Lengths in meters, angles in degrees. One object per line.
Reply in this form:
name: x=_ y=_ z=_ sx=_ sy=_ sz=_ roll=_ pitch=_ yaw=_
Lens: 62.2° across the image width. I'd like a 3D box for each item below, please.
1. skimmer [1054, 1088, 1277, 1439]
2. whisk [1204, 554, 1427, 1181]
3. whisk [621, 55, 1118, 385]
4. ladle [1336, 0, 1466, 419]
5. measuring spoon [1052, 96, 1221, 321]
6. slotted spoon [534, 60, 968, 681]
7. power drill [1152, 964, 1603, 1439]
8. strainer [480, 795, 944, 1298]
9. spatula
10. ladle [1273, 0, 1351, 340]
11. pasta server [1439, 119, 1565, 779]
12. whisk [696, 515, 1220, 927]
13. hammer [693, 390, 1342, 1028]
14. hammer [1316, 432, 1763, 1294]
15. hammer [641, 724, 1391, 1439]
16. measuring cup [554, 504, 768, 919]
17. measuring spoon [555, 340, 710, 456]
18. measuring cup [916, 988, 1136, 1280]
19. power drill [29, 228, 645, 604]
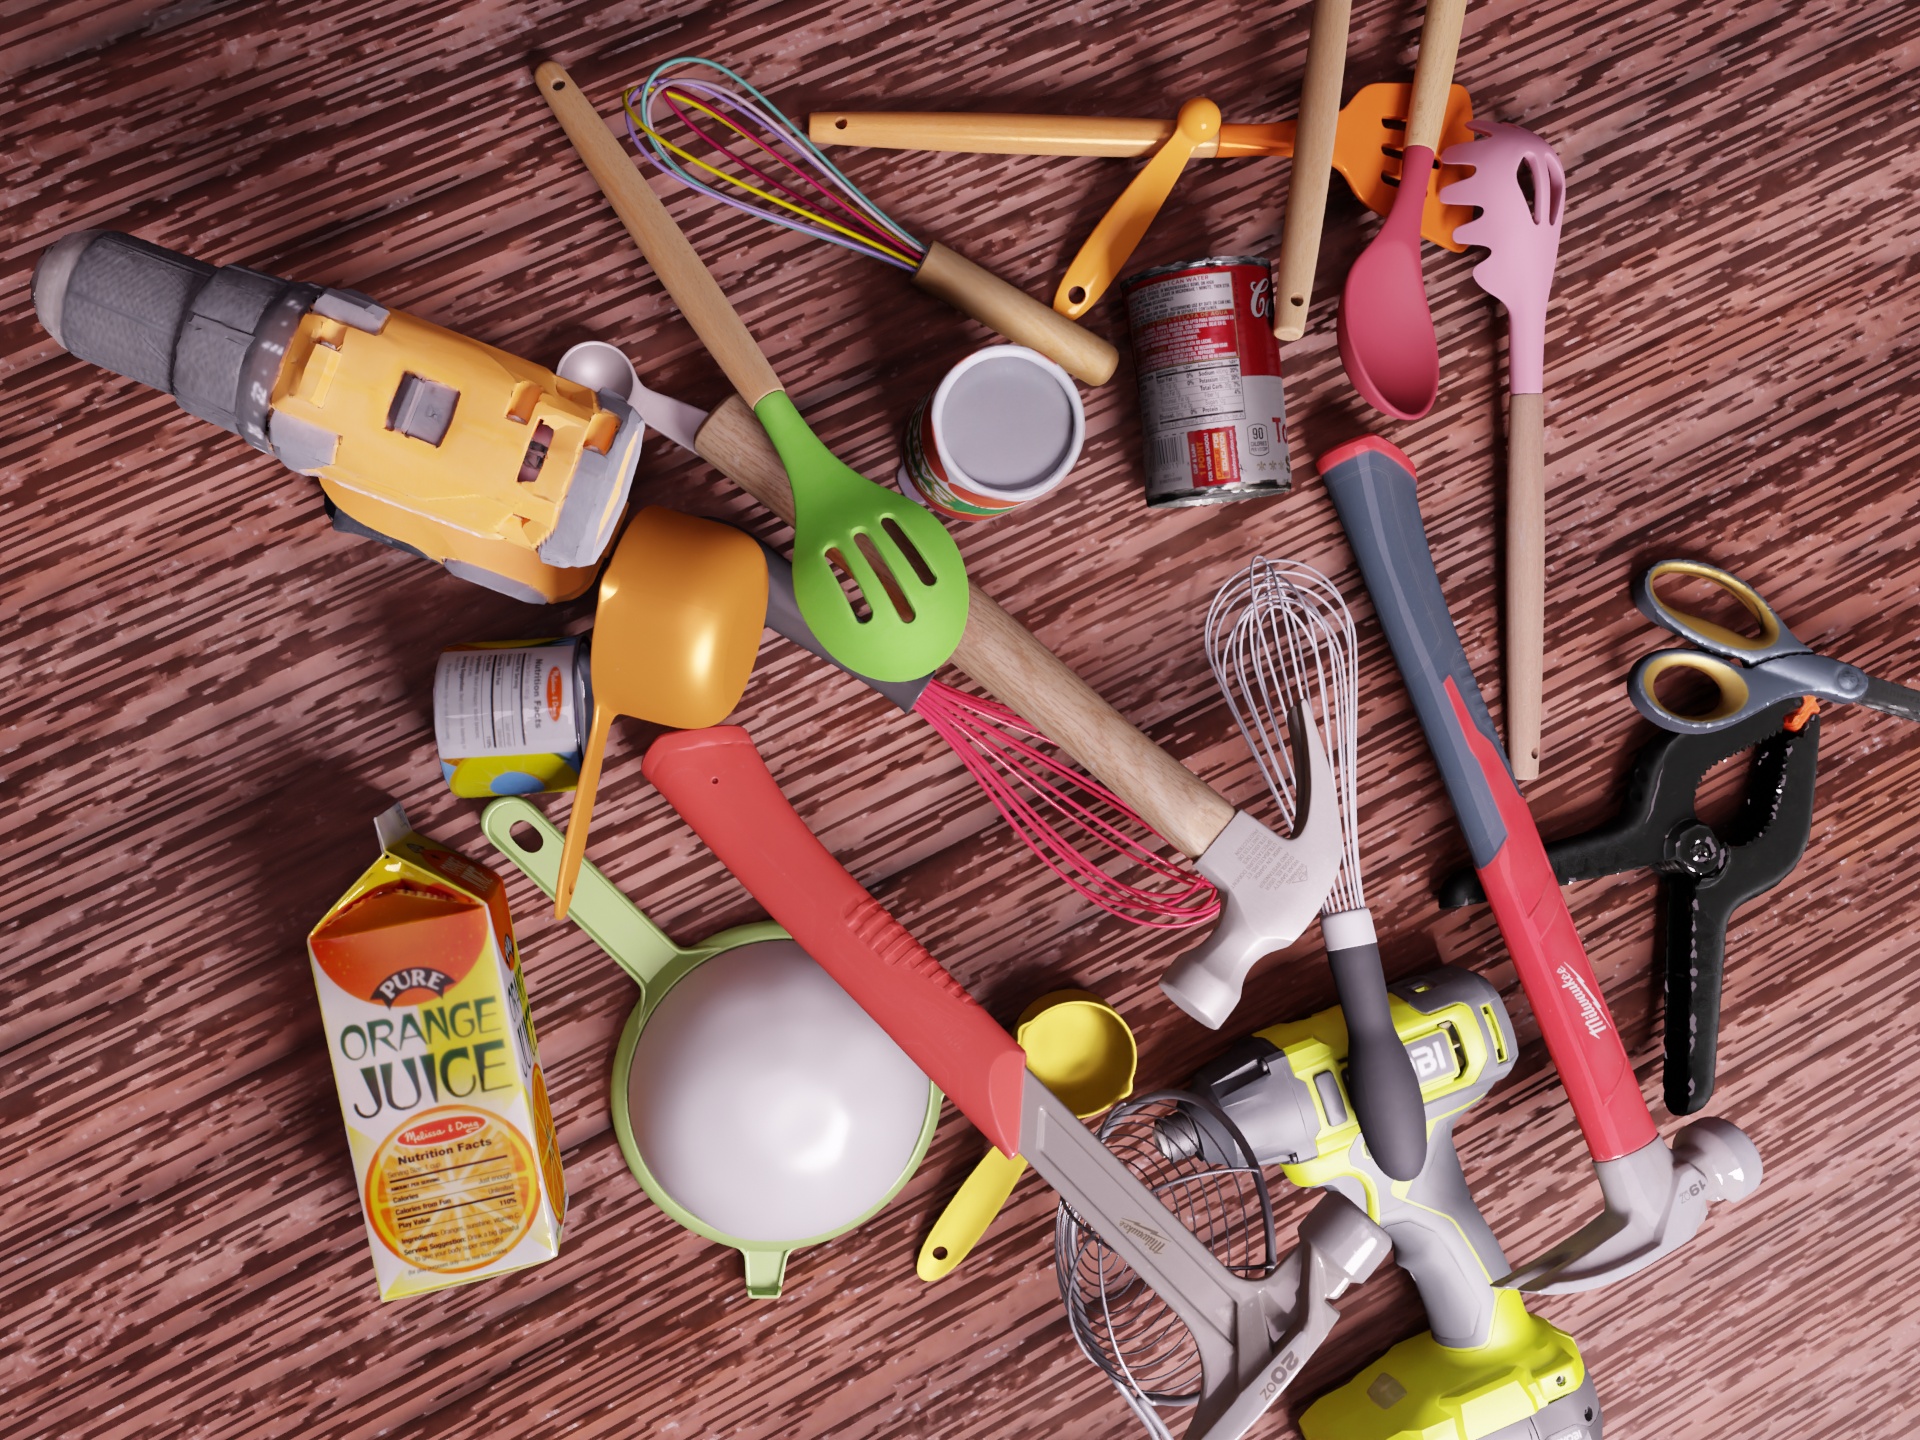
skimmer: x=0.128 y=0.341 z=0.724 sx=0.090 sy=0.127 sz=0.363 roll=-31 pitch=111 yaw=-27
whisk: x=0.166 y=0.062 z=0.713 sx=0.070 sy=0.070 sz=0.285 roll=-10 pitch=81 yaw=-10
whisk: x=-0.035 y=-0.218 z=0.706 sx=0.245 sy=0.047 sz=0.051 roll=26 pitch=99 yaw=-14
ladle: x=0.216 y=-0.286 z=0.734 sx=0.069 sy=0.031 sz=0.315 roll=19 pitch=79 yaw=-37
measuring spoon: x=0.079 y=-0.229 z=0.720 sx=0.021 sy=0.011 sz=0.117 roll=32 pitch=106 yaw=-16
slotted spoon: x=-0.096 y=-0.153 z=0.665 sx=0.070 sy=0.031 sz=0.314 roll=-32 pitch=81 yaw=-9
power drill: x=0.196 y=0.246 z=0.743 sx=0.171 sy=0.080 sz=0.223 roll=-18 pitch=91 yaw=-10
strainer: x=-0.112 y=0.128 z=0.685 sx=0.151 sy=0.069 sz=0.256 roll=-44 pitch=100 yaw=-6
spatula: x=0.092 y=-0.265 z=0.735 sx=0.322 sy=0.041 sz=0.081 roll=0 pitch=91 yaw=-6
ladle: x=0.169 y=-0.324 z=0.705 sx=0.078 sy=0.062 sz=0.320 roll=10 pitch=81 yaw=-5
pasta server: x=0.267 y=-0.129 z=0.766 sx=0.060 sy=0.040 sz=0.316 roll=-6 pitch=98 yaw=-24
whisk: x=-0.001 y=-0.002 z=0.711 sx=0.296 sy=0.073 sz=0.073 roll=34 pitch=86 yaw=-3
hammer: x=0.022 y=-0.027 z=0.674 sx=0.331 sy=0.031 sz=0.130 roll=41 pitch=80 yaw=5
hammer: x=0.234 y=0.056 z=0.721 sx=0.143 sy=0.038 sz=0.386 roll=-18 pitch=84 yaw=-25
hammer: x=-0.009 y=0.137 z=0.648 sx=0.359 sy=0.036 sz=0.149 roll=43 pitch=84 yaw=16
measuring cup: x=-0.121 y=0.000 z=0.646 sx=0.052 sy=0.095 sz=0.174 roll=12 pitch=81 yaw=4
measuring spoon: x=-0.121 y=-0.129 z=0.707 sx=0.124 sy=0.018 sz=0.034 roll=25 pitch=83 yaw=-17
measuring cup: x=0.024 y=0.192 z=0.740 sx=0.062 sy=0.029 sz=0.156 roll=32 pitch=98 yaw=-11
power drill: x=-0.209 y=-0.107 z=0.581 sx=0.185 sy=0.226 sz=0.084 roll=20 pitch=88 yaw=-10
